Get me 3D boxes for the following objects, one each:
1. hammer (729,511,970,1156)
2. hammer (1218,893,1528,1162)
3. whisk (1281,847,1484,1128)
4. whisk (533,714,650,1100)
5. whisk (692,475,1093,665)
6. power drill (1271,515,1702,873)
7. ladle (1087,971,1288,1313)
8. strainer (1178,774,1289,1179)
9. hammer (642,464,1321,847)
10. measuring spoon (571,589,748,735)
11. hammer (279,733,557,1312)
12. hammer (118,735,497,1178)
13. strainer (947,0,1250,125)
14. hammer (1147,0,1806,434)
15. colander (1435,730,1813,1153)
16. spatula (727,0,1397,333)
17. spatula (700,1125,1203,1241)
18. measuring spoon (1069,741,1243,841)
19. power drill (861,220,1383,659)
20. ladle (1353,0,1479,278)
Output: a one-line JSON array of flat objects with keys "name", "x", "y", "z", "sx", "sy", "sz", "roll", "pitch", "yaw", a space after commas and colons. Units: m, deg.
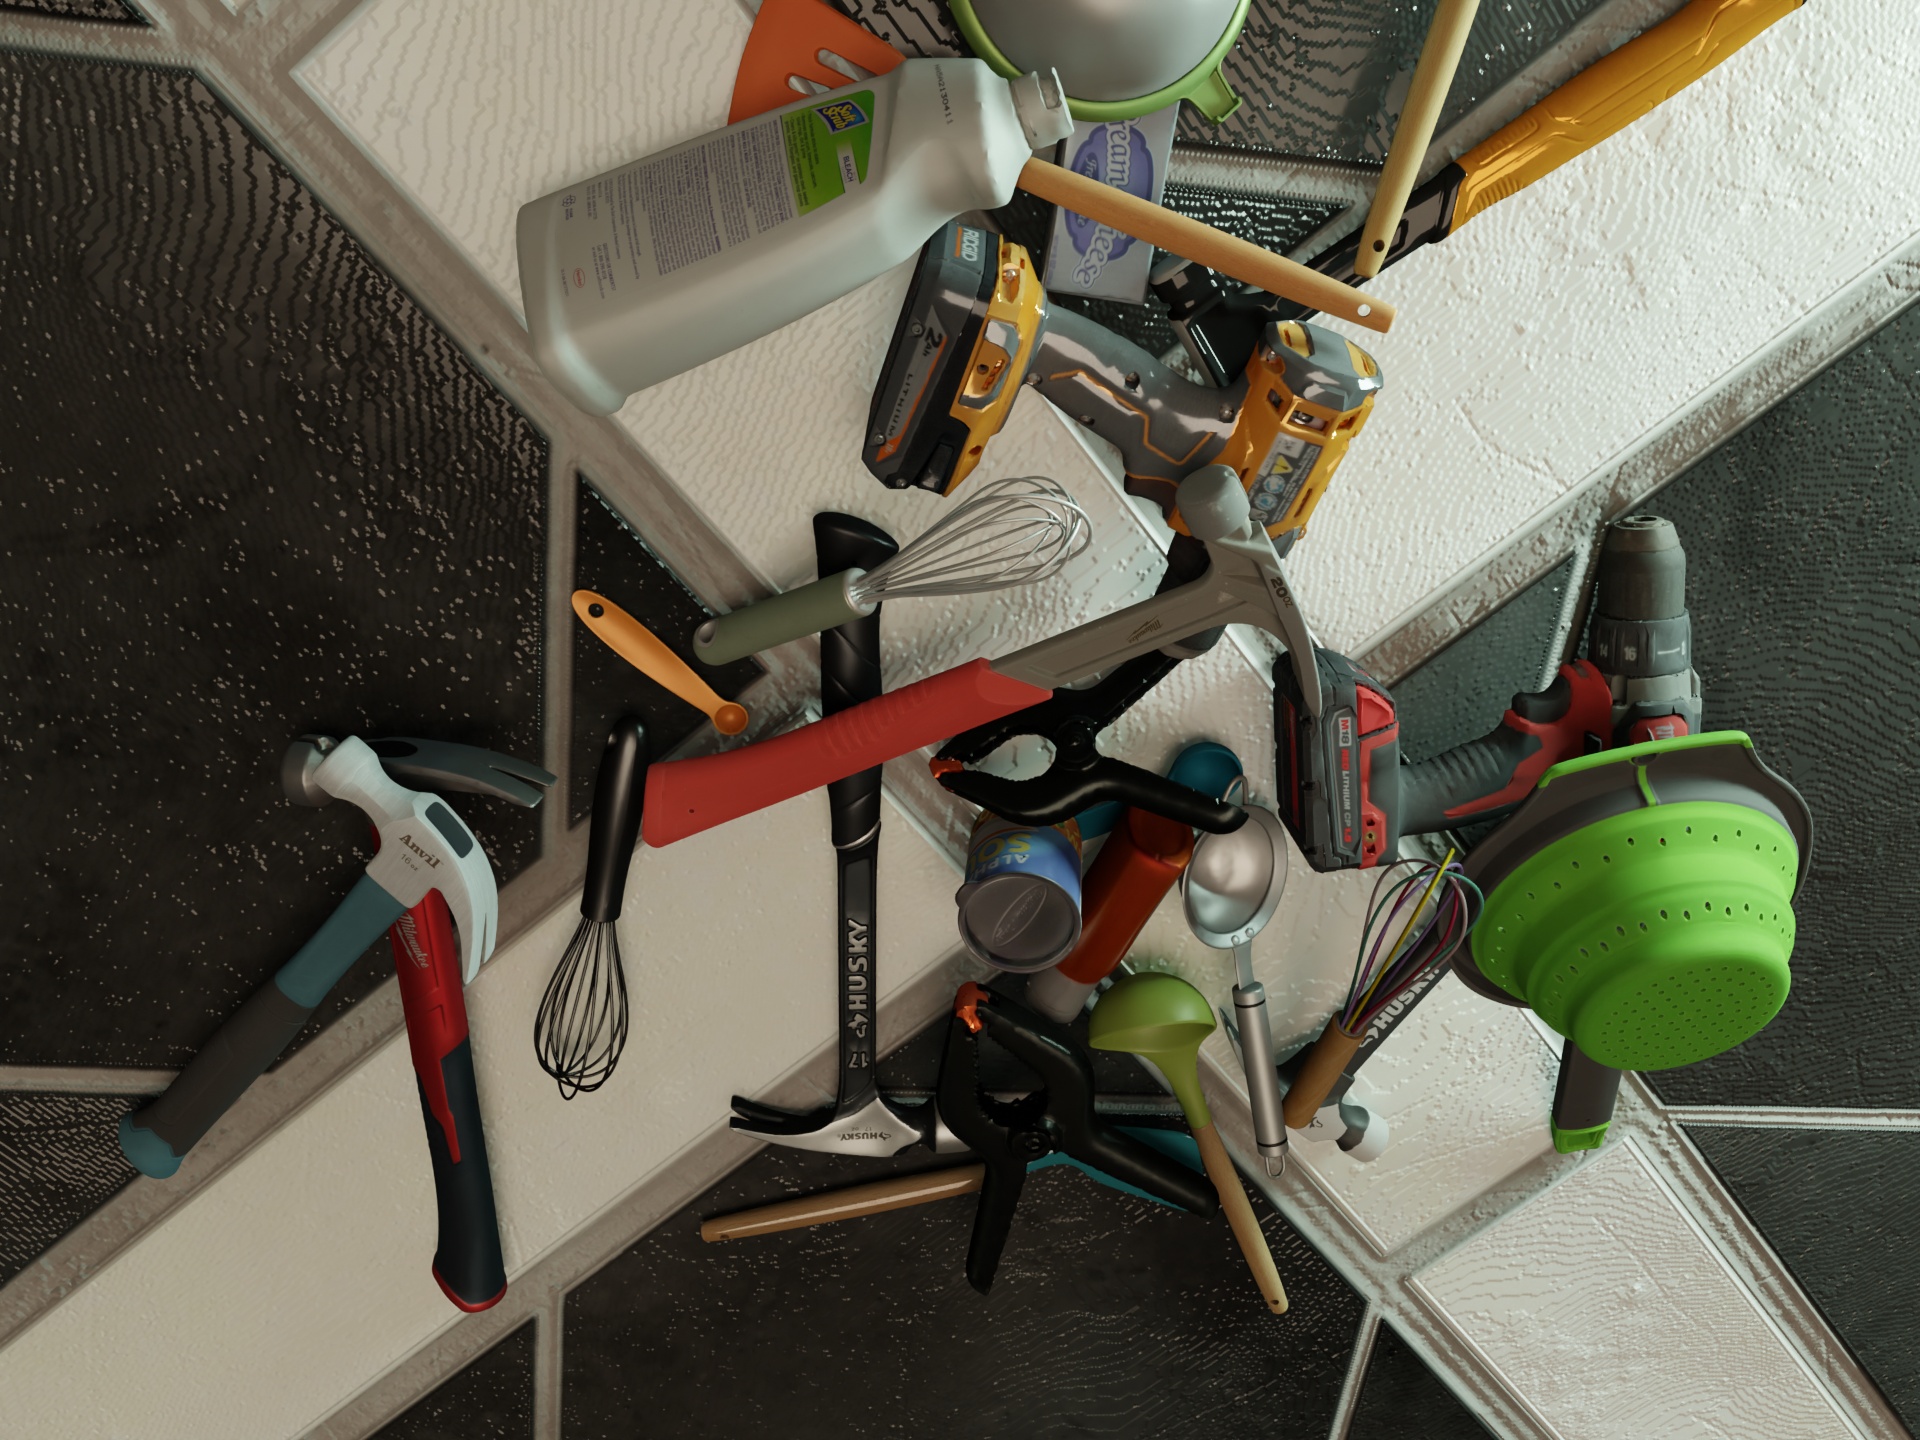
[{"name": "hammer", "x": -0.064, "y": 0.080, "z": 0.904, "sx": 0.149, "sy": 0.036, "sz": 0.408, "roll": -2, "pitch": 114, "yaw": -5}, {"name": "hammer", "x": 0.301, "y": 0.123, "z": 0.968, "sx": 0.146, "sy": 0.035, "sz": 0.334, "roll": 33, "pitch": 106, "yaw": -20}, {"name": "whisk", "x": 0.231, "y": 0.158, "z": 0.902, "sx": 0.051, "sy": 0.047, "sz": 0.244, "roll": 10, "pitch": 133, "yaw": -5}, {"name": "whisk", "x": -0.202, "y": 0.108, "z": 0.893, "sx": 0.055, "sy": 0.055, "sz": 0.239, "roll": 10, "pitch": 109, "yaw": -11}, {"name": "whisk", "x": -0.042, "y": -0.065, "z": 0.781, "sx": 0.246, "sy": 0.058, "sz": 0.059, "roll": -15, "pitch": 147, "yaw": 35}, {"name": "power drill", "x": 0.291, "y": -0.010, "z": 0.870, "sx": 0.226, "sy": 0.080, "sz": 0.187, "roll": -6, "pitch": 107, "yaw": 0}, {"name": "ladle", "x": 0.160, "y": 0.282, "z": 1.012, "sx": 0.078, "sy": 0.062, "sz": 0.320, "roll": -14, "pitch": 119, "yaw": 18}, {"name": "strainer", "x": 0.166, "y": 0.154, "z": 0.936, "sx": 0.087, "sy": 0.050, "sz": 0.258, "roll": -18, "pitch": 104, "yaw": -33}, {"name": "hammer", "x": -0.001, "y": -0.003, "z": 0.817, "sx": 0.359, "sy": 0.037, "sz": 0.149, "roll": -21, "pitch": 127, "yaw": 14}, {"name": "measuring spoon", "x": -0.161, "y": -0.032, "z": 0.855, "sx": 0.116, "sy": 0.011, "sz": 0.021, "roll": 40, "pitch": 104, "yaw": -18}, {"name": "hammer", "x": -0.282, "y": 0.188, "z": 0.907, "sx": 0.143, "sy": 0.038, "sz": 0.386, "roll": 5, "pitch": 117, "yaw": 10}, {"name": "hammer", "x": -0.367, "y": 0.151, "z": 0.863, "sx": 0.128, "sy": 0.033, "sz": 0.331, "roll": 43, "pitch": 115, "yaw": -10}, {"name": "strainer", "x": 0.017, "y": -0.343, "z": 0.682, "sx": 0.256, "sy": 0.069, "sz": 0.151, "roll": -2, "pitch": 102, "yaw": -12}, {"name": "hammer", "x": 0.265, "y": -0.263, "z": 0.789, "sx": 0.337, "sy": 0.034, "sz": 0.127, "roll": -33, "pitch": 113, "yaw": 8}, {"name": "colander", "x": 0.383, "y": 0.176, "z": 0.906, "sx": 0.204, "sy": 0.095, "sz": 0.396, "roll": -11, "pitch": 135, "yaw": 4}, {"name": "spatula", "x": 0.050, "y": -0.245, "z": 0.738, "sx": 0.322, "sy": 0.041, "sz": 0.081, "roll": 24, "pitch": 111, "yaw": 5}, {"name": "spatula", "x": -0.007, "y": 0.300, "z": 1.004, "sx": 0.317, "sy": 0.044, "sz": 0.082, "roll": -11, "pitch": 130, "yaw": -1}, {"name": "measuring spoon", "x": 0.100, "y": 0.043, "z": 0.920, "sx": 0.128, "sy": 0.021, "sz": 0.042, "roll": -23, "pitch": 127, "yaw": 13}, {"name": "power drill", "x": 0.068, "y": -0.130, "z": 0.786, "sx": 0.226, "sy": 0.084, "sz": 0.185, "roll": 16, "pitch": 127, "yaw": -10}, {"name": "ladle", "x": 0.241, "y": -0.360, "z": 0.728, "sx": 0.069, "sy": 0.031, "sz": 0.315, "roll": 15, "pitch": 105, "yaw": -8}]
